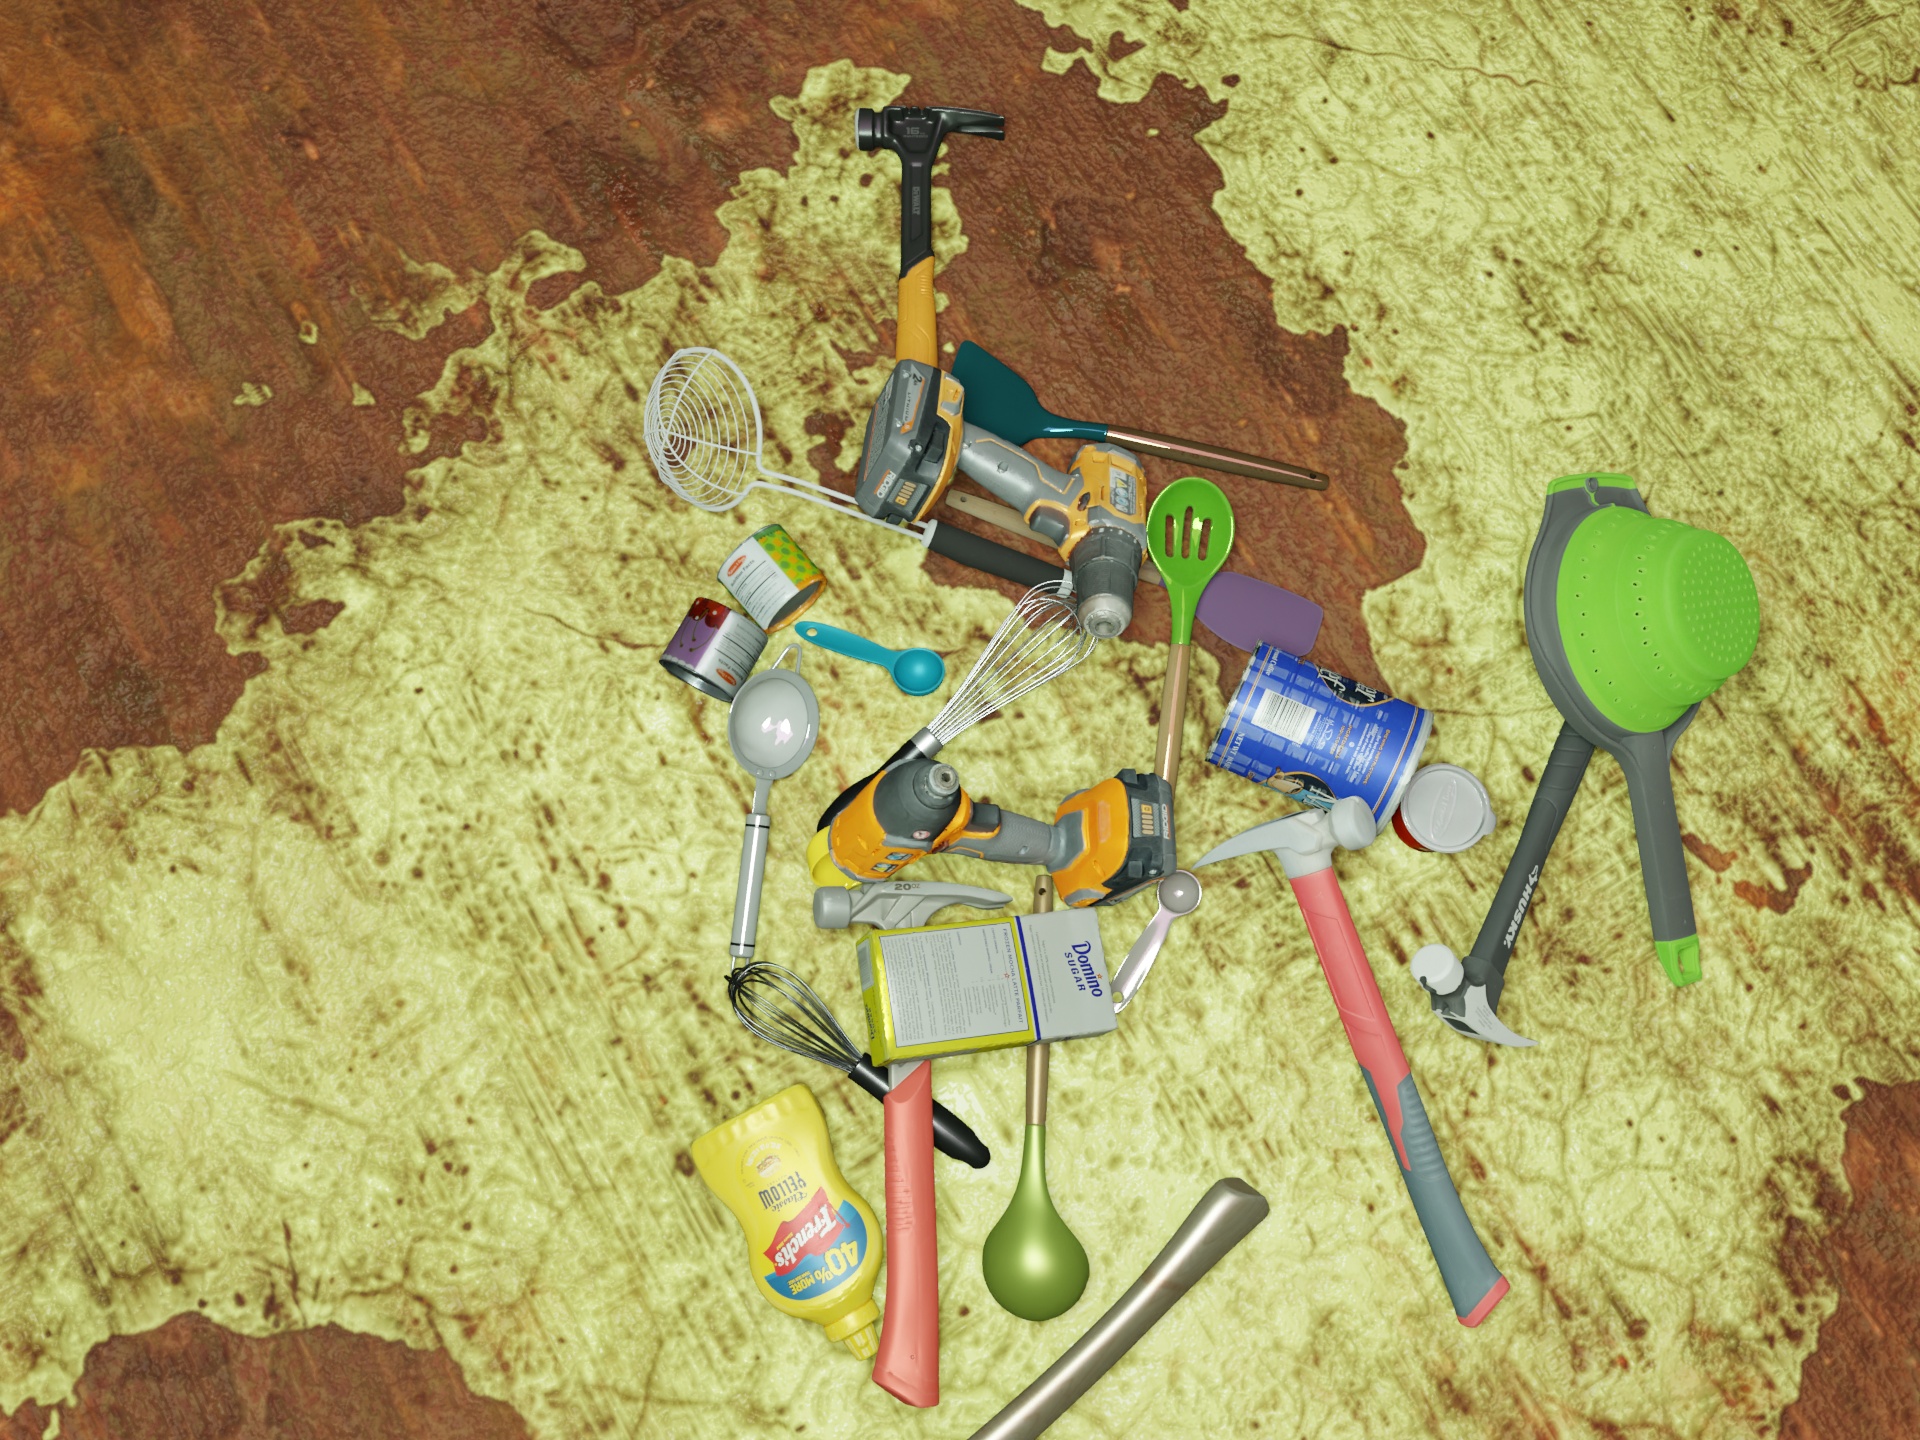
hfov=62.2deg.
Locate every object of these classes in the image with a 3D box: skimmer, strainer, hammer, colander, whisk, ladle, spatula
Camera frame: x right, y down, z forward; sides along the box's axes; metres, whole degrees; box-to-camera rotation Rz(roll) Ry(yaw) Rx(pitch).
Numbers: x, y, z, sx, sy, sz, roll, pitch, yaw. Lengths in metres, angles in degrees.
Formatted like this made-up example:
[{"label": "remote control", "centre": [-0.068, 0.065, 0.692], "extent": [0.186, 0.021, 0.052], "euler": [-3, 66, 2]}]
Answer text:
[{"label": "skimmer", "centre": [-0.079, -0.184, 1.263], "extent": [0.363, 0.127, 0.090], "euler": [19, 34, -8]}, {"label": "strainer", "centre": [-0.156, 0.069, 1.213], "extent": [0.086, 0.050, 0.258], "euler": [13, 80, -43]}, {"label": "hammer", "centre": [0.439, 0.088, 1.201], "extent": [0.146, 0.035, 0.335], "euler": [45, 64, -35]}, {"label": "hammer", "centre": [-0.028, 0.292, 1.131], "extent": [0.149, 0.036, 0.359], "euler": [3, 70, -17]}, {"label": "hammer", "centre": [0.297, 0.255, 1.167], "extent": [0.143, 0.038, 0.386], "euler": [-22, 87, 38]}, {"label": "colander", "centre": [0.538, 0.000, 1.186], "extent": [0.204, 0.094, 0.397], "euler": [-8, 87, -32]}, {"label": "whisk", "centre": [-0.076, 0.256, 1.173], "extent": [0.239, 0.055, 0.055], "euler": [36, 79, 2]}, {"label": "hammer", "centre": [-0.028, -0.351, 1.312], "extent": [0.127, 0.034, 0.337], "euler": [1, 78, 0]}, {"label": "hammer", "centre": [0.065, 0.476, 1.111], "extent": [0.410, 0.038, 0.146], "euler": [-38, 123, -16]}, {"label": "ladle", "centre": [0.059, 0.274, 1.177], "extent": [0.078, 0.062, 0.320], "euler": [-2, 70, 14]}, {"label": "spatula", "centre": [0.136, -0.122, 1.272], "extent": [0.316, 0.018, 0.060], "euler": [22, 79, 3]}, {"label": "spatula", "centre": [0.144, -0.229, 1.283], "extent": [0.317, 0.044, 0.082], "euler": [13, 72, 0]}, {"label": "whisk", "centre": [-0.002, -0.004, 1.228], "extent": [0.284, 0.070, 0.070], "euler": [-42, 82, -4]}]

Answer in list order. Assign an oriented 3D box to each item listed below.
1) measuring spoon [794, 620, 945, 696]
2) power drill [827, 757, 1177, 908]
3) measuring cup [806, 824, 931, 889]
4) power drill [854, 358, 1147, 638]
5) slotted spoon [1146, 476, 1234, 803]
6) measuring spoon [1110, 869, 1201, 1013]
[{"label": "measuring spoon", "centre": [-0.072, -0.050, 1.256], "extent": [0.128, 0.021, 0.042], "euler": [21, 61, 12]}, {"label": "power drill", "centre": [0.036, 0.074, 1.127], "extent": [0.226, 0.164, 0.084], "euler": [7, 67, -20]}, {"label": "measuring cup", "centre": [-0.042, 0.090, 1.213], "extent": [0.156, 0.062, 0.029], "euler": [-12, 52, -16]}, {"label": "power drill", "centre": [0.039, -0.161, 1.192], "extent": [0.226, 0.084, 0.186], "euler": [20, 46, -16]}, {"label": "slotted spoon", "centre": [0.166, -0.033, 1.239], "extent": [0.070, 0.031, 0.314], "euler": [7, 84, -1]}, {"label": "measuring spoon", "centre": [0.143, 0.170, 1.213], "extent": [0.034, 0.018, 0.124], "euler": [31, 85, 1]}]
